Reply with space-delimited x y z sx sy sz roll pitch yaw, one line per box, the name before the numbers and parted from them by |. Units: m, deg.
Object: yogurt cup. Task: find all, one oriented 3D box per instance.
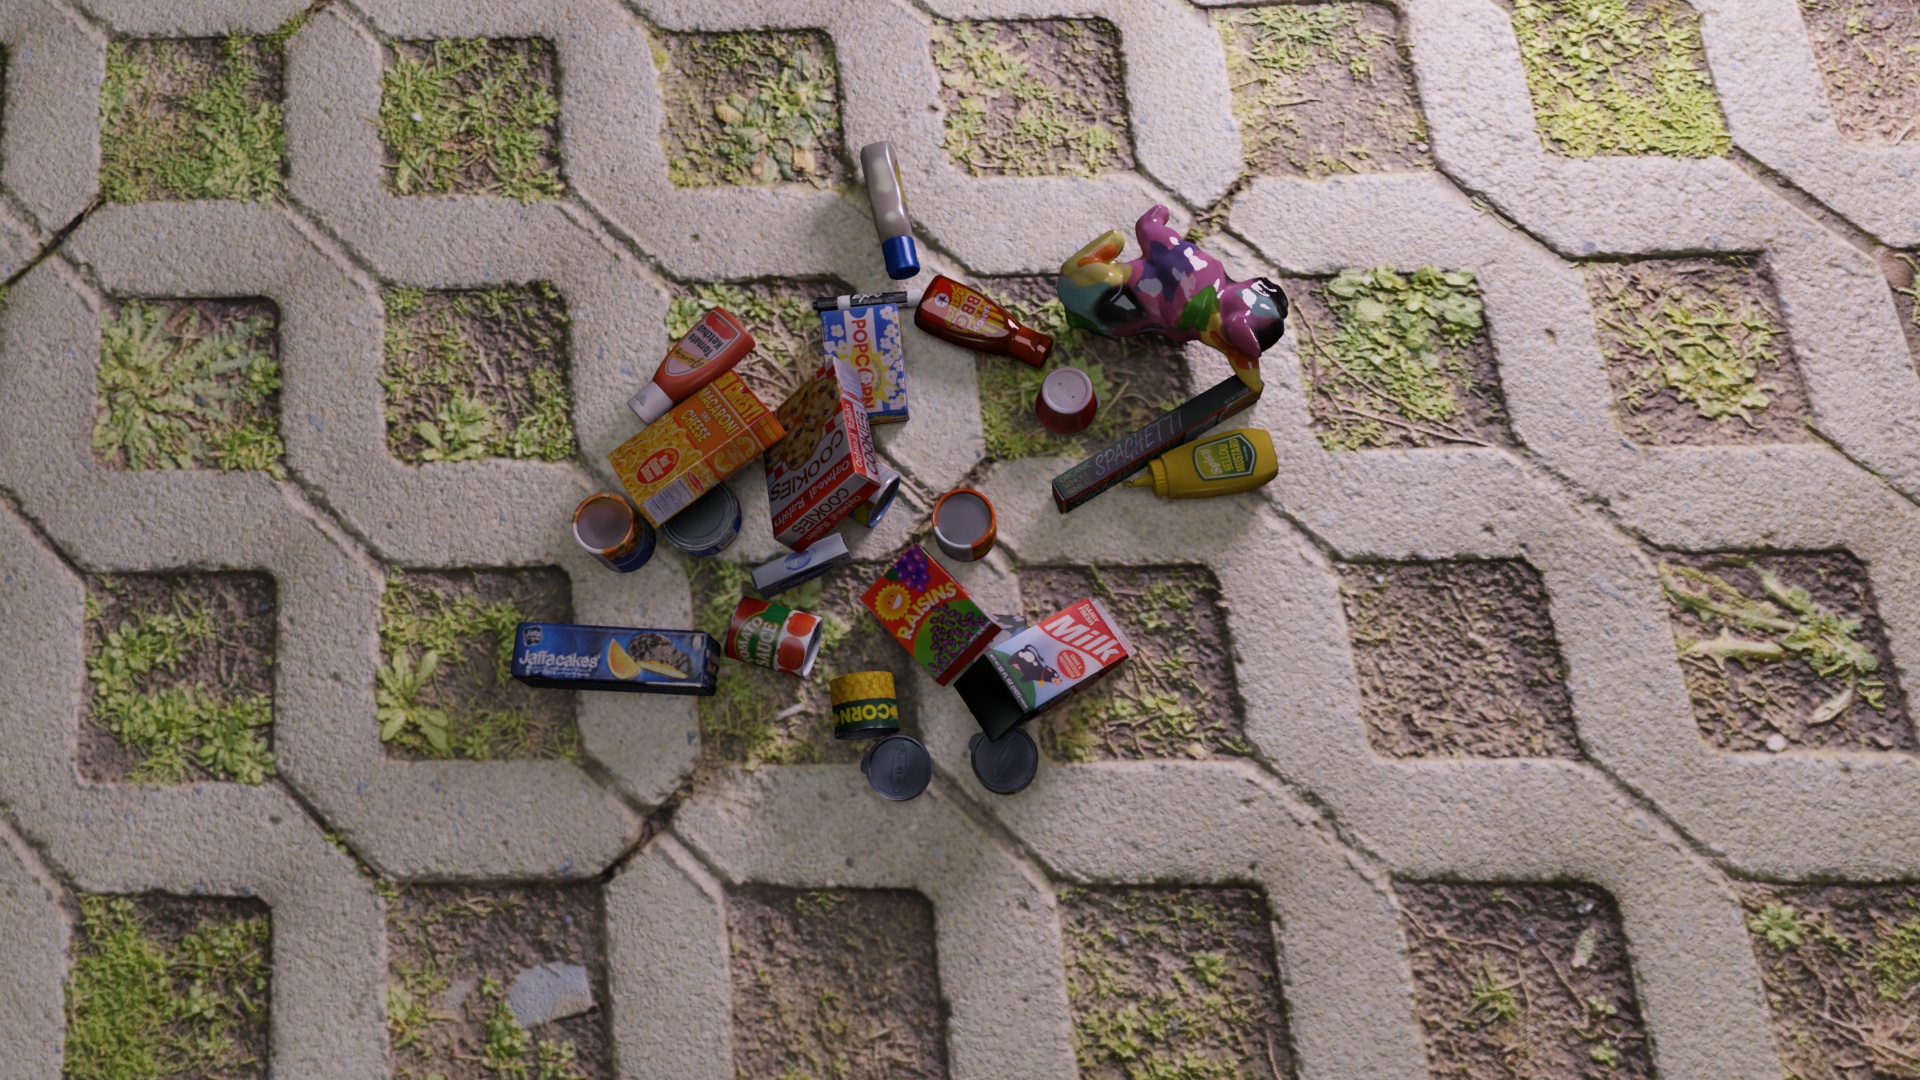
yogurt cup | 0.113 -0.151 1.480 0.072 0.054 0.072 -1 75 3

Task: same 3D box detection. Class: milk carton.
milk carton | 0.094 0.120 1.377 0.191 0.073 0.072 -25 74 -38

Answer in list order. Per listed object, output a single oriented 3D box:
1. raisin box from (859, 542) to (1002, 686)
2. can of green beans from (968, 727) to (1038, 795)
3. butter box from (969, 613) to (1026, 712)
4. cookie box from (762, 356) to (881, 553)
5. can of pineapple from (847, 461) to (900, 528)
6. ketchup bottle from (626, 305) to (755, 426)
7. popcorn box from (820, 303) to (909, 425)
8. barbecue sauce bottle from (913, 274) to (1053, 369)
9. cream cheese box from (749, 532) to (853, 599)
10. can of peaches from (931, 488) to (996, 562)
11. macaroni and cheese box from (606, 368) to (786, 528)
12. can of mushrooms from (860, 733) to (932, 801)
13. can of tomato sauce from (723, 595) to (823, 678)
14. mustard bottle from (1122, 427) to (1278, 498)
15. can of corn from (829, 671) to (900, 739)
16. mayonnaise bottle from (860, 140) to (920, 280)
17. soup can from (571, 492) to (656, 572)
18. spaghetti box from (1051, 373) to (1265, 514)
raisin box | -0.031 0.075 1.421 0.086 0.040 0.123 -45 68 1
can of green beans | 0.044 0.219 1.383 0.071 0.057 0.071 -1 76 3
butter box | 0.039 0.128 1.425 0.053 0.024 0.104 3 75 4
cookie box | -0.146 -0.088 1.422 0.122 0.040 0.168 -38 45 27
can of pineapple | -0.104 -0.054 1.460 0.058 0.071 0.071 30 79 9
ketchup bottle | -0.297 -0.186 1.514 0.149 0.043 0.065 -44 66 -8
popcorn box | -0.104 -0.188 1.509 0.085 0.038 0.127 -7 75 2
barbecue sauce bottle | 0.027 -0.232 1.511 0.148 0.043 0.065 26 77 9
cream cheese box | -0.164 0.027 1.447 0.104 0.053 0.024 -23 78 -3
can of peaches | 0.005 -0.018 1.448 0.071 0.058 0.071 -1 76 3
macaroni and cheese box | -0.279 -0.100 1.460 0.167 0.040 0.124 -37 40 -7
can of mushrooms | -0.064 0.229 1.399 0.071 0.033 0.071 -1 76 2
can of tomato sauce | -0.190 0.100 1.420 0.083 0.071 0.071 15 77 6
mustard bottle | 0.249 -0.074 1.455 0.160 0.048 0.065 -13 74 -1
can of corn | -0.097 0.166 1.398 0.071 0.071 0.058 -8 75 1
mayonnaise bottle | -0.077 -0.364 1.544 0.041 0.064 0.148 -14 79 2
soup can | -0.359 -0.010 1.450 0.071 0.083 0.071 -1 75 3
spaghetti box | 0.207 -0.106 1.466 0.250 0.050 0.029 -30 74 -5
